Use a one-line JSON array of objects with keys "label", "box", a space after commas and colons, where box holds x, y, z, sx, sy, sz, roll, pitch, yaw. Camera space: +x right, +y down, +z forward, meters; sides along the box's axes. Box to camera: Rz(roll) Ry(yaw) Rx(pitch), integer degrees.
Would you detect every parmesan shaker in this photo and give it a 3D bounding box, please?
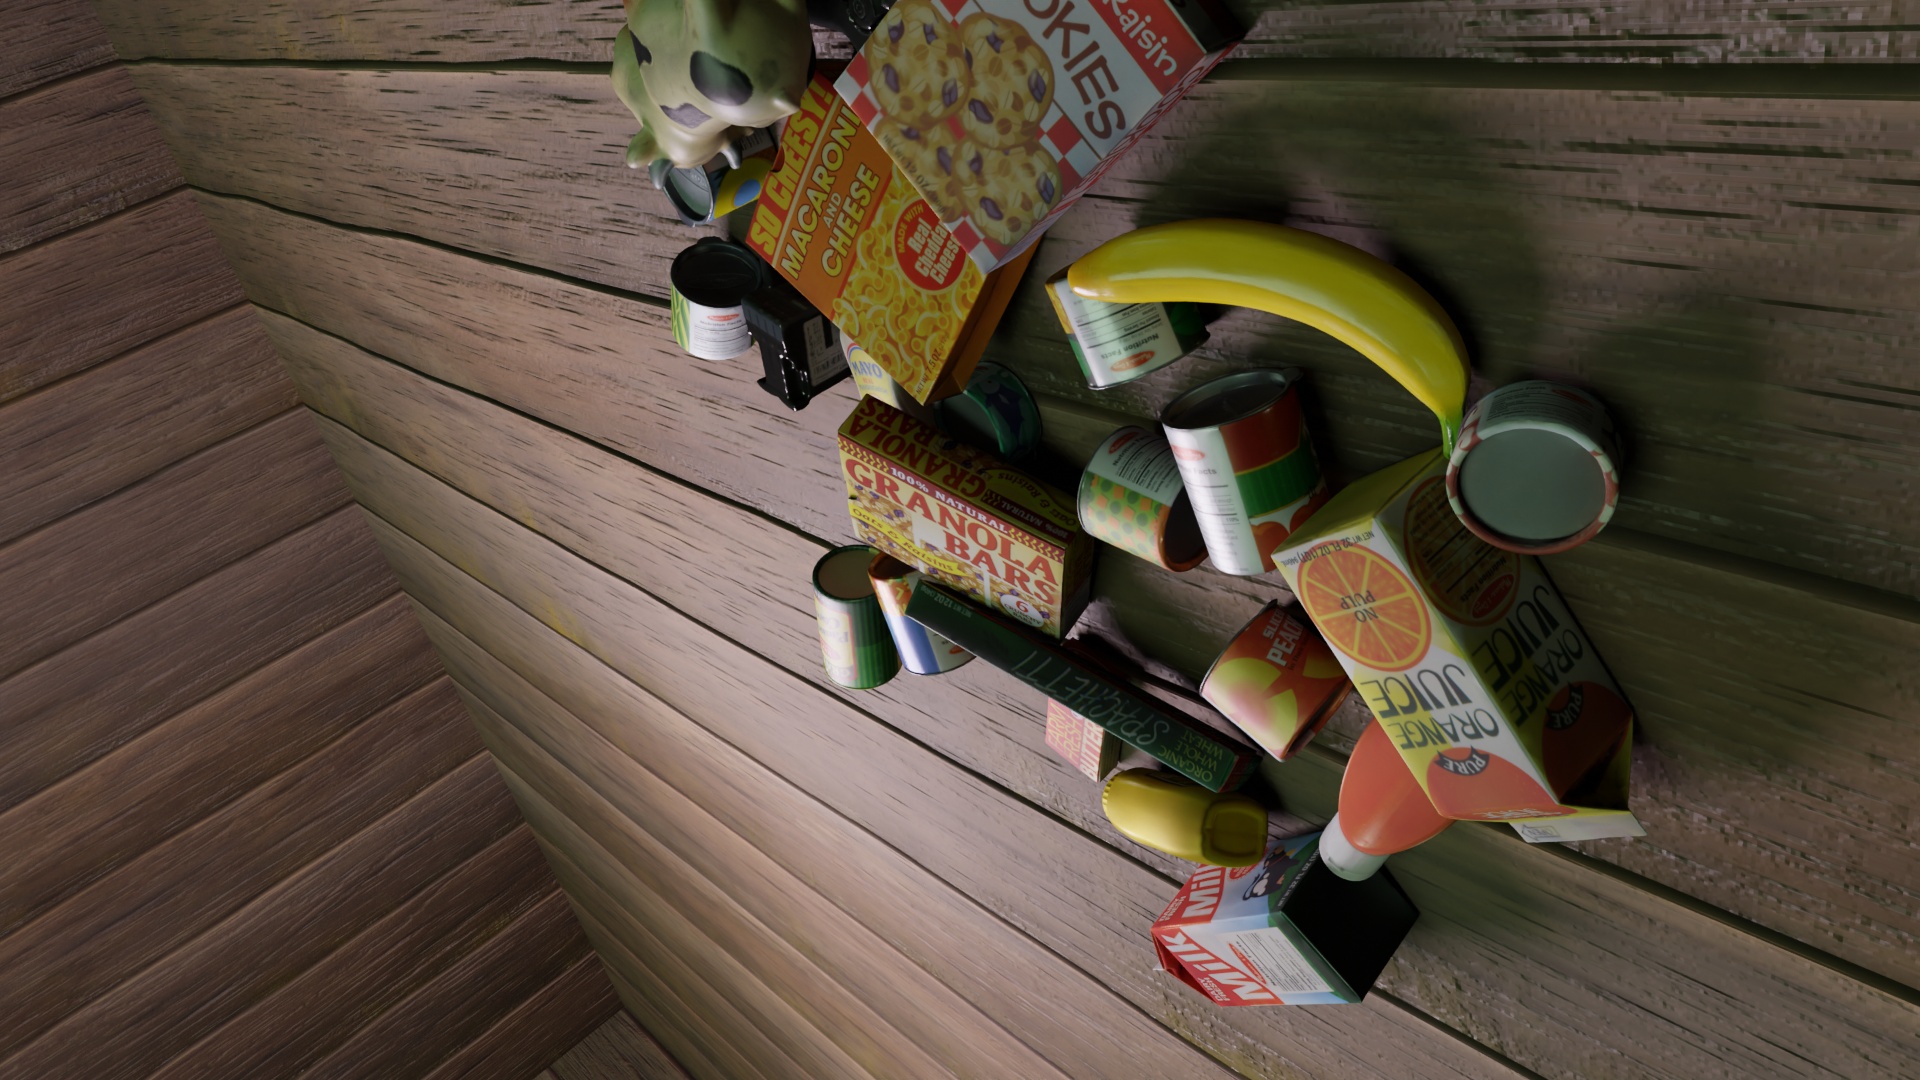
[{"label": "parmesan shaker", "box": [-0.083, 0.060, 1.113, 0.071, 0.071, 0.102, 34, 144, 33]}]

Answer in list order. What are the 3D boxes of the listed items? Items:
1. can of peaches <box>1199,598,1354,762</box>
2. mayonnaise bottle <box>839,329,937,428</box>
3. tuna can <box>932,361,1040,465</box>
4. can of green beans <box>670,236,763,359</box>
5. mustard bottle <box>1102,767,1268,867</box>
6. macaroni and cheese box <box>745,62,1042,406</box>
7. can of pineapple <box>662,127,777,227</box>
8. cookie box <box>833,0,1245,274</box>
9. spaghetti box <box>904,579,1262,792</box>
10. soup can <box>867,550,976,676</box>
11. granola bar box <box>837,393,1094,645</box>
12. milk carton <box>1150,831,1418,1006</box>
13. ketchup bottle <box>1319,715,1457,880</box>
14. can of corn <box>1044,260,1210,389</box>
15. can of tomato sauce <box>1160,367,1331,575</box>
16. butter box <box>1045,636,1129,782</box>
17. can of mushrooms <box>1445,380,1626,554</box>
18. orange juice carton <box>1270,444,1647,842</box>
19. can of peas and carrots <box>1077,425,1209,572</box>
[{"label": "can of peaches", "box": [0.174, 0.076, 0.754, 0.058, 0.071, 0.070, 41, 148, 23]}, {"label": "mayonnaise bottle", "box": [-0.048, -0.117, 0.907, 0.065, 0.041, 0.147, 14, 131, 48]}, {"label": "tuna can", "box": [0.017, -0.073, 0.866, 0.071, 0.033, 0.070, 36, 145, 31]}, {"label": "can of green beans", "box": [-0.178, -0.175, 1.015, 0.071, 0.071, 0.057, 45, 149, 18]}, {"label": "mustard bottle", "box": [0.134, 0.178, 0.918, 0.160, 0.065, 0.049, 1, 79, 64]}, {"label": "macaroni and cheese box", "box": [-0.043, -0.179, 0.803, 0.167, 0.040, 0.123, 43, 128, 20]}, {"label": "can of pineapple", "box": [-0.163, -0.251, 0.925, 0.071, 0.058, 0.070, 36, 145, 31]}, {"label": "cookie box", "box": [0.031, -0.223, 0.646, 0.123, 0.040, 0.166, 52, 135, -1]}, {"label": "spaghetti box", "box": [0.074, 0.091, 0.897, 0.250, 0.028, 0.050, 28, -175, 28]}, {"label": "soup can", "box": [-0.026, 0.046, 1.013, 0.071, 0.071, 0.083, 12, 129, 50]}, {"label": "granola bar box", "box": [0.003, -0.011, 0.883, 0.166, 0.039, 0.123, 28, 153, 18]}, {"label": "milk carton", "box": [0.190, 0.245, 0.886, 0.073, 0.073, 0.189, 48, 150, -2]}, {"label": "ketchup bottle", "box": [0.234, 0.138, 0.750, 0.065, 0.044, 0.148, 43, 149, 22]}, {"label": "can of corn", "box": [0.083, -0.117, 0.695, 0.071, 0.071, 0.058, -3, 117, 56]}, {"label": "can of tomato sauce", "box": [0.145, -0.035, 0.687, 0.071, 0.071, 0.083, 7, 126, 53]}, {"label": "butter box", "box": [0.087, 0.119, 0.966, 0.053, 0.024, 0.103, 35, 145, 30]}, {"label": "can of mushrooms", "box": [0.236, -0.027, 0.571, 0.071, 0.034, 0.070, 15, 129, 19]}, {"label": "orange juice carton", "box": [0.236, 0.059, 0.638, 0.192, 0.073, 0.071, 56, 150, -3]}, {"label": "can of peas and carrots", "box": [0.107, -0.021, 0.754, 0.059, 0.071, 0.070, 27, 140, 39]}]
